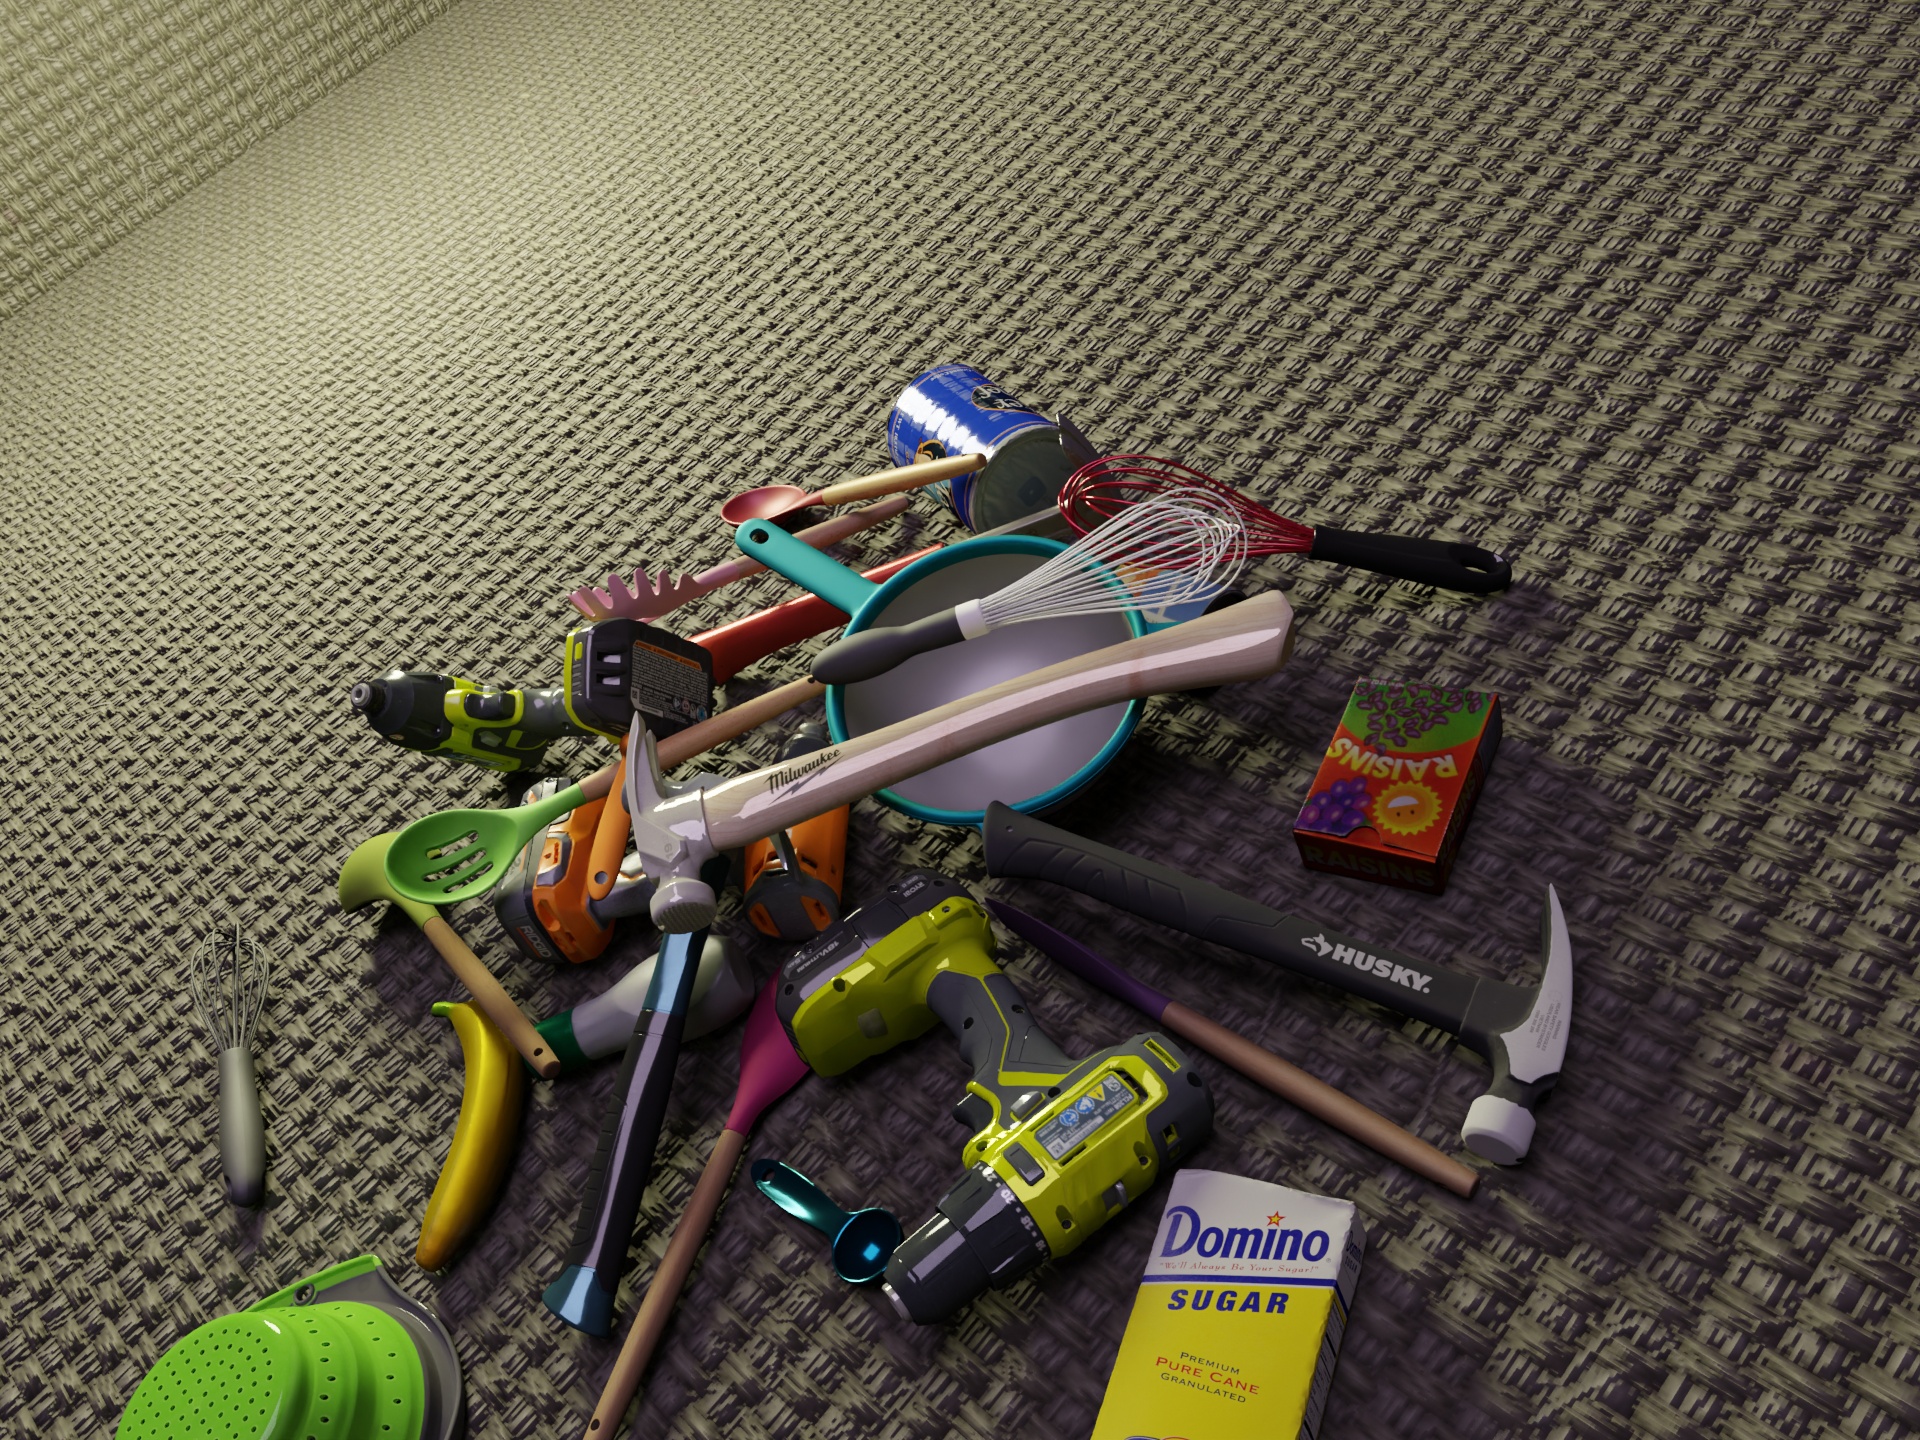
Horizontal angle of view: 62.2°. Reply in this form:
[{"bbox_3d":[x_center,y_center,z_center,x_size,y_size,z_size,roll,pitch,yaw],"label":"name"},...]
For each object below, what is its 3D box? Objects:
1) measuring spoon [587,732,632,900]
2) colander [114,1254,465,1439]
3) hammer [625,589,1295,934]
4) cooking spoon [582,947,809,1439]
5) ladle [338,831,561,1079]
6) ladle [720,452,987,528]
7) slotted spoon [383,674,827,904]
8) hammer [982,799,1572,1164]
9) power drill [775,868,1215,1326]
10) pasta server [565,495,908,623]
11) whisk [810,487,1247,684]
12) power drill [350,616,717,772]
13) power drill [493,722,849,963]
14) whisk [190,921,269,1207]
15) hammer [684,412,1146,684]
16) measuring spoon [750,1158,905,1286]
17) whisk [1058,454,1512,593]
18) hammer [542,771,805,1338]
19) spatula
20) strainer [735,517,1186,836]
[{"bbox_3d":[-0.220,0.059,1.020,0.021,0.011,0.117,10,66,-2],"label":"measuring spoon"},{"bbox_3d":[-0.359,0.440,0.799,0.204,0.094,0.398,-26,43,1],"label":"colander"},{"bbox_3d":[-0.002,-0.003,0.954,0.410,0.038,0.146,-19,55,1],"label":"hammer"},{"bbox_3d":[-0.140,0.262,0.915,0.069,0.017,0.319,-3,47,32],"label":"cooking spoon"},{"bbox_3d":[-0.339,0.159,1.070,0.078,0.062,0.320,-34,41,-23],"label":"ladle"},{"bbox_3d":[-0.087,-0.180,1.243,0.315,0.031,0.069,-2,32,49],"label":"ladle"},{"bbox_3d":[-0.225,0.039,1.050,0.314,0.031,0.070,-26,61,-14],"label":"slotted spoon"},{"bbox_3d":[0.160,0.108,0.862,0.335,0.035,0.146,19,58,23],"label":"hammer"},{"bbox_3d":[-0.003,0.199,0.863,0.190,0.080,0.229,-34,45,-17],"label":"power drill"},{"bbox_3d":[-0.153,-0.127,1.189,0.316,0.040,0.060,-29,10,-41],"label":"pasta server"},{"bbox_3d":[0.038,-0.072,0.982,0.284,0.070,0.070,-18,44,12],"label":"whisk"},{"bbox_3d":[-0.303,-0.011,1.134,0.223,0.171,0.080,-8,75,25],"label":"power drill"},{"bbox_3d":[-0.184,0.078,1.073,0.226,0.084,0.164,-9,46,12],"label":"power drill"},{"bbox_3d":[-0.500,0.233,1.100,0.055,0.055,0.239,-28,48,-2],"label":"whisk"},{"bbox_3d":[-0.054,-0.104,1.153,0.359,0.149,0.037,-19,52,18],"label":"hammer"},{"bbox_3d":[-0.074,0.276,0.881,0.129,0.021,0.042,17,61,47],"label":"measuring spoon"},{"bbox_3d":[0.209,-0.119,1.035,0.296,0.073,0.073,10,51,5],"label":"whisk"},{"bbox_3d":[-0.180,0.187,0.939,0.128,0.033,0.331,5,67,18],"label":"hammer"},{"bbox_3d":[0.133,0.169,0.859,0.316,0.059,0.018,27,71,35],"label":"spatula"},{"bbox_3d":[-0.021,-0.039,1.067,0.341,0.095,0.211,32,74,31],"label":"strainer"}]
